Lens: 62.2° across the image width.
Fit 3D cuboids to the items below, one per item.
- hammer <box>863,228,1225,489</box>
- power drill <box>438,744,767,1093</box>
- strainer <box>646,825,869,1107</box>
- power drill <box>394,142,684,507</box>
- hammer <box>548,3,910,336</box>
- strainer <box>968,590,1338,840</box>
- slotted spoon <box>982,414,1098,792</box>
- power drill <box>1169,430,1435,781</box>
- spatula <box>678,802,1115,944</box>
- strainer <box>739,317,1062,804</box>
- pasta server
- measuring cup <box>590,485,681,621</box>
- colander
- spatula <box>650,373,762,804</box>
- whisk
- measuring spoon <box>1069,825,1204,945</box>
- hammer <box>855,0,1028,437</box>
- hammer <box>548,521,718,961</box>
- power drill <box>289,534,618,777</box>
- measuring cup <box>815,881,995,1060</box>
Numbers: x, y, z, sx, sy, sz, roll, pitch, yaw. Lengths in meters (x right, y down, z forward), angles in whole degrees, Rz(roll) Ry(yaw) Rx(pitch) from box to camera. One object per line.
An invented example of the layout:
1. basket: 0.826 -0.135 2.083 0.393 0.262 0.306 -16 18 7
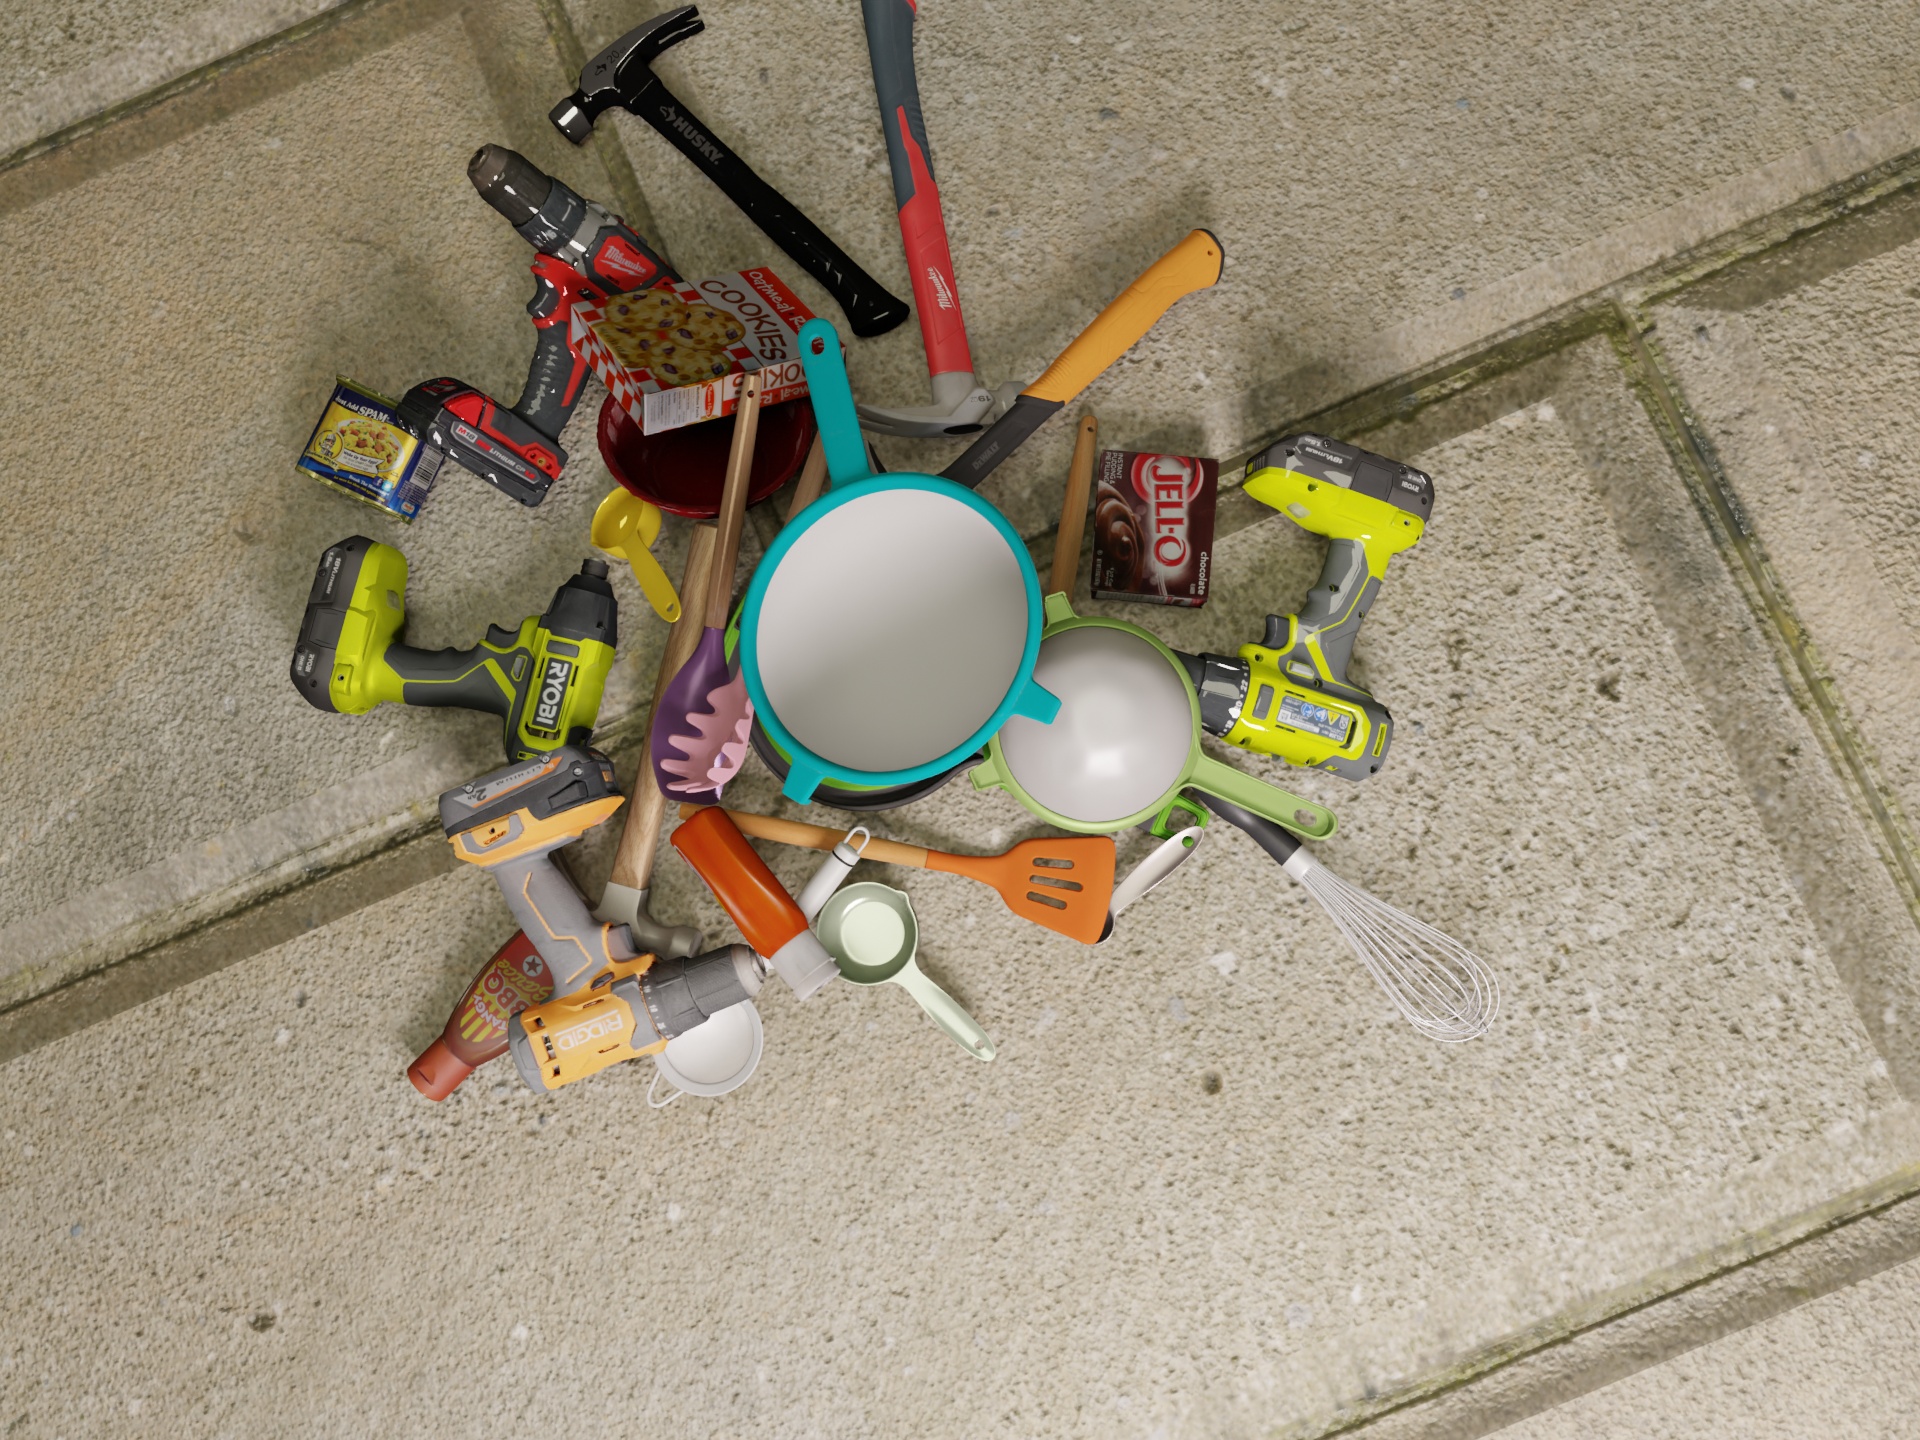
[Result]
1. hammer: 0.072 -0.261 1.196 0.337 0.034 0.127 -44 115 -11
2. power drill: -0.256 0.132 1.139 0.185 0.084 0.226 -21 86 3
3. strainer: -0.145 0.180 1.169 0.087 0.050 0.258 39 98 8
4. power drill: -0.333 -0.298 1.202 0.080 0.187 0.227 30 87 48
5. hammer: -0.167 -0.429 1.272 0.335 0.035 0.146 44 89 9
6. strainer: 0.142 0.022 1.075 0.256 0.069 0.151 24 85 0
7. slotted spoon: 0.072 -0.094 1.172 0.070 0.031 0.314 18 66 -14
8. power drill: 0.238 -0.086 1.156 0.190 0.080 0.228 18 85 -8
9. spatula: -0.048 0.097 1.175 0.322 0.041 0.081 11 86 -4
10. strainer: -0.052 -0.113 1.097 0.211 0.095 0.341 -19 73 14
11. pasta server: -0.139 -0.094 1.146 0.060 0.040 0.316 7 75 42
12. measuring cup: -0.235 -0.121 1.207 0.062 0.029 0.157 -44 52 12
13. colander: -0.002 -0.004 1.171 0.397 0.094 0.204 24 85 8
14. spatula: -0.178 -0.094 1.159 0.059 0.018 0.316 10 97 -8
15. whisk: 0.271 0.125 1.155 0.285 0.070 0.070 43 88 14
16. measuring spoon: 0.132 0.120 1.175 0.124 0.018 0.034 -41 77 7
17. hammer: -0.047 -0.405 1.237 0.143 0.038 0.386 -6 78 -22
18. hammer: -0.226 0.013 1.202 0.130 0.031 0.331 14 91 8
19. power drill: -0.380 -0.060 1.224 0.223 0.080 0.171 13 85 3
20. measuring cup: -0.035 0.190 1.179 0.167 0.038 0.083 44 88 7
